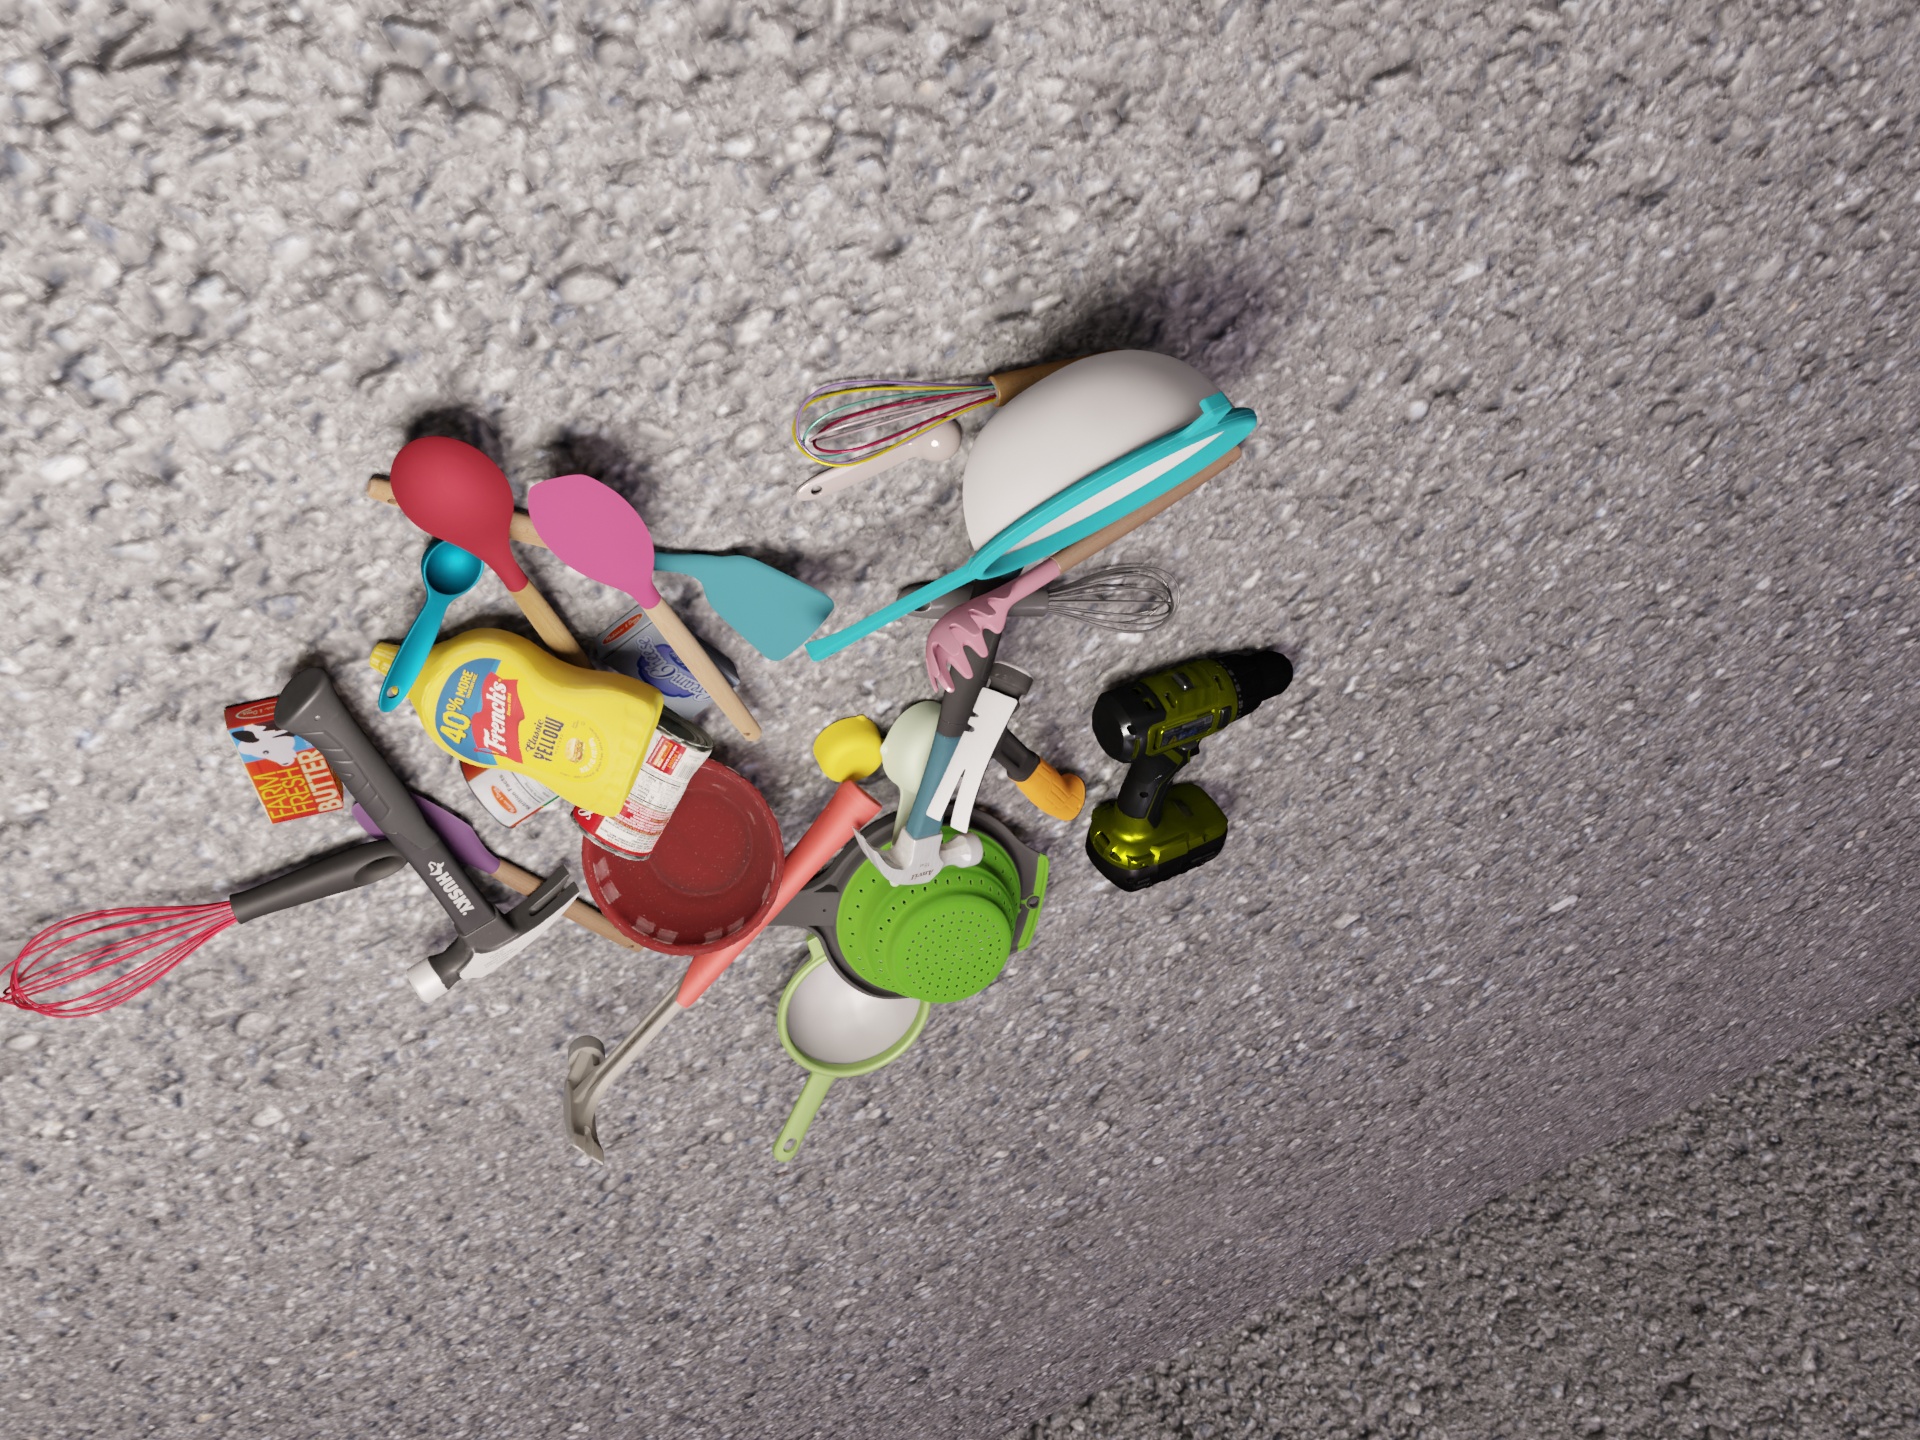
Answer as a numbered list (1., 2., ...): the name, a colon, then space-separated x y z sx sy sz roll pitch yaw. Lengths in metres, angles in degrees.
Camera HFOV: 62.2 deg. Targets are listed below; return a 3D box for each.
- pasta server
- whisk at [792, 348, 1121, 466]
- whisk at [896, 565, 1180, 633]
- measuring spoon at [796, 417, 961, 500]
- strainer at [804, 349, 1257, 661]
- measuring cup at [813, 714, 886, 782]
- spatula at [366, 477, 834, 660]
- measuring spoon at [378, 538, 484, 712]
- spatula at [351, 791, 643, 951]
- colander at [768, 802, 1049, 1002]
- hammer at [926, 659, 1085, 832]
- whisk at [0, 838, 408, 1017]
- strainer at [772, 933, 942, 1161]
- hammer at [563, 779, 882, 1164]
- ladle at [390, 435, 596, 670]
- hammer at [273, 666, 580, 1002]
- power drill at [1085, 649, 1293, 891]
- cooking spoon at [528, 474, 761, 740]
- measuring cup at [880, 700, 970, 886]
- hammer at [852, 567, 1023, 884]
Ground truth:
1. pasta server: 0.094 -0.120 1.164 0.316 0.040 0.060 -34 159 -21
2. whisk: 0.003 -0.214 1.077 0.245 0.047 0.051 -16 139 -17
3. whisk: 0.064 -0.095 1.244 0.239 0.055 0.055 -2 136 -21
4. measuring spoon: -0.055 -0.175 1.107 0.124 0.018 0.034 -23 142 -3
5. strainer: 0.026 -0.153 1.060 0.340 0.095 0.211 -27 179 15
6. measuring cup: -0.050 0.033 1.335 0.156 0.029 0.062 10 130 -34
7. spatula: -0.236 -0.107 1.064 0.317 0.044 0.082 13 143 -36
8. measuring spoon: -0.353 -0.065 1.037 0.042 0.021 0.128 18 103 -51
9. spatula: -0.360 0.128 1.281 0.060 0.018 0.315 -29 141 16
10. colander: -0.096 0.180 1.390 0.397 0.095 0.204 2 114 -21
11. hammer: 0.054 0.049 1.306 0.127 0.034 0.336 -66 162 -5
12. whisk: -0.550 0.145 1.163 0.296 0.073 0.073 -20 141 -14
13. strainer: -0.129 0.306 1.534 0.151 0.069 0.256 17 108 -27
14. hammer: -0.195 0.193 1.294 0.036 0.149 0.359 41 95 -25
15. ladle: -0.286 -0.078 1.059 0.069 0.031 0.315 -11 150 5
16. hammer: -0.394 0.079 1.155 0.146 0.035 0.334 -31 141 -13
17. power drill: 0.203 0.038 1.444 0.190 0.080 0.228 -18 139 -23
18. cooking spoon: -0.202 -0.068 1.095 0.069 0.017 0.318 -10 147 12
19. measuring cup: -0.032 0.068 1.324 0.083 0.038 0.167 -6 114 -44
20. hammer: -0.002 -0.004 1.237 0.128 0.033 0.330 -12 132 -37
